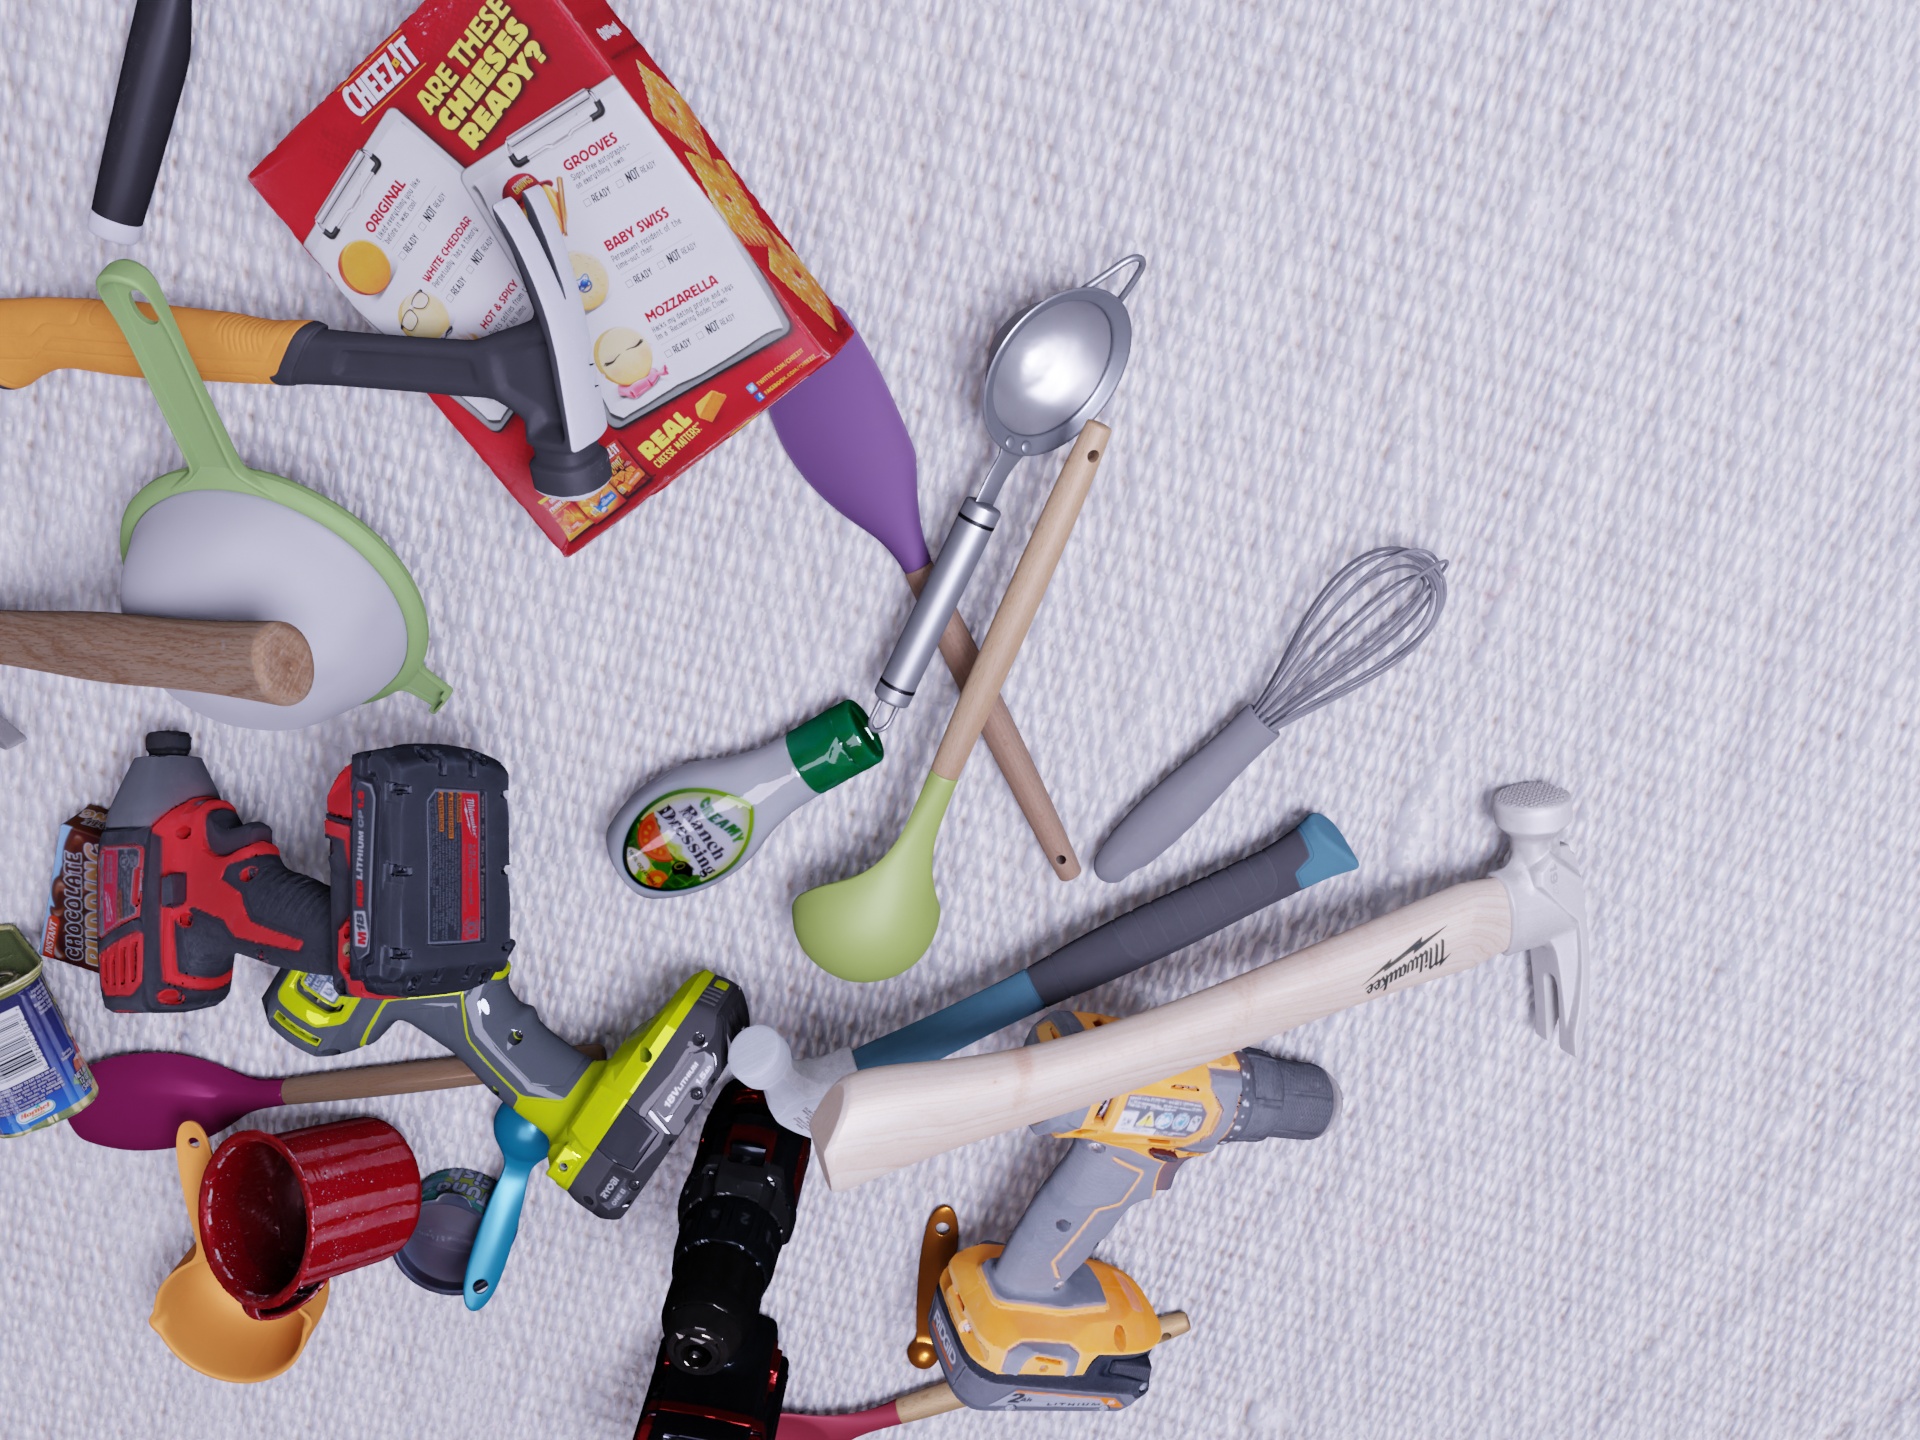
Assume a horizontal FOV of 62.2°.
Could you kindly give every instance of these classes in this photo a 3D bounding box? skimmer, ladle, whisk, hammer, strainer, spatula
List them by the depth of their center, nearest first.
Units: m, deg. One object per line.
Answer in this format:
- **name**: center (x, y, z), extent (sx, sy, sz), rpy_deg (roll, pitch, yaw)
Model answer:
- **skimmer**: center (-0.341, -0.377, 0.657), extent (0.127, 0.090, 0.363), rpy_deg (36, 113, 24)
- **hammer**: center (-0.315, -0.171, 0.705), extent (0.337, 0.034, 0.127), rpy_deg (7, 124, 18)
- **strainer**: center (-0.339, -0.078, 0.717), extent (0.151, 0.069, 0.256), rpy_deg (5, 137, 7)
- **hammer**: center (-0.412, -0.033, 0.733), extent (0.331, 0.031, 0.130), rpy_deg (6, 118, 32)
- **strainer**: center (0.010, -0.107, 0.754), extent (0.050, 0.086, 0.258), rpy_deg (38, 109, 37)
- **hammer**: center (0.129, 0.154, 0.775), extent (0.410, 0.038, 0.146), rpy_deg (-16, 107, -15)
- **ladle**: center (-0.001, -0.003, 0.785), extent (0.078, 0.062, 0.320), rpy_deg (14, 111, -25)
- **whisk**: center (0.150, 0.002, 0.795), extent (0.055, 0.055, 0.239), rpy_deg (40, 110, -11)
- **spatula**: center (-0.012, -0.053, 0.796), extent (0.060, 0.018, 0.315), rpy_deg (-24, 106, 13)
- **hammer**: center (0.052, 0.133, 0.830), extent (0.331, 0.033, 0.128), rpy_deg (-27, 139, 4)
- **ladle**: center (-0.013, 0.407, 0.954), extent (0.315, 0.031, 0.069), rpy_deg (-20, 117, 7)

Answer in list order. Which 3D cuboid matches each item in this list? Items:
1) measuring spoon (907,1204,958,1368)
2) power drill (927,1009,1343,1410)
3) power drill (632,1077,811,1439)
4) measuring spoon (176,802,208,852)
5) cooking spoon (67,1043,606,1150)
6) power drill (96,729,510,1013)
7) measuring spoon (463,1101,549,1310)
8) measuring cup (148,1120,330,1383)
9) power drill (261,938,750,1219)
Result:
- **measuring spoon**: center (-0.016, 0.336, 0.936), extent (0.021, 0.011, 0.117), rpy_deg (8, 110, -1)
- **power drill**: center (0.095, 0.264, 0.863), extent (0.185, 0.084, 0.226), rpy_deg (11, 111, -24)
- **power drill**: center (-0.129, 0.327, 0.848), extent (0.080, 0.188, 0.226), rpy_deg (11, 114, -1)
- **measuring spoon**: center (-0.395, 0.071, 0.859), extent (0.034, 0.018, 0.124), rpy_deg (-40, 110, 3)
- **cooking spoon**: center (-0.357, 0.207, 0.900), extent (0.319, 0.017, 0.068), rpy_deg (-7, 116, 4)
- **power drill**: center (-0.331, 0.070, 0.776), extent (0.220, 0.078, 0.143), rpy_deg (-5, 83, 24)
- **measuring spoon**: center (-0.253, 0.270, 0.890), extent (0.042, 0.021, 0.128), rpy_deg (18, 85, -19)
- **measuring cup**: center (-0.418, 0.295, 0.918), extent (0.095, 0.052, 0.173), rpy_deg (-2, 107, 3)
- **power drill**: center (-0.231, 0.141, 0.835), extent (0.223, 0.080, 0.171), rpy_deg (34, 100, -2)
